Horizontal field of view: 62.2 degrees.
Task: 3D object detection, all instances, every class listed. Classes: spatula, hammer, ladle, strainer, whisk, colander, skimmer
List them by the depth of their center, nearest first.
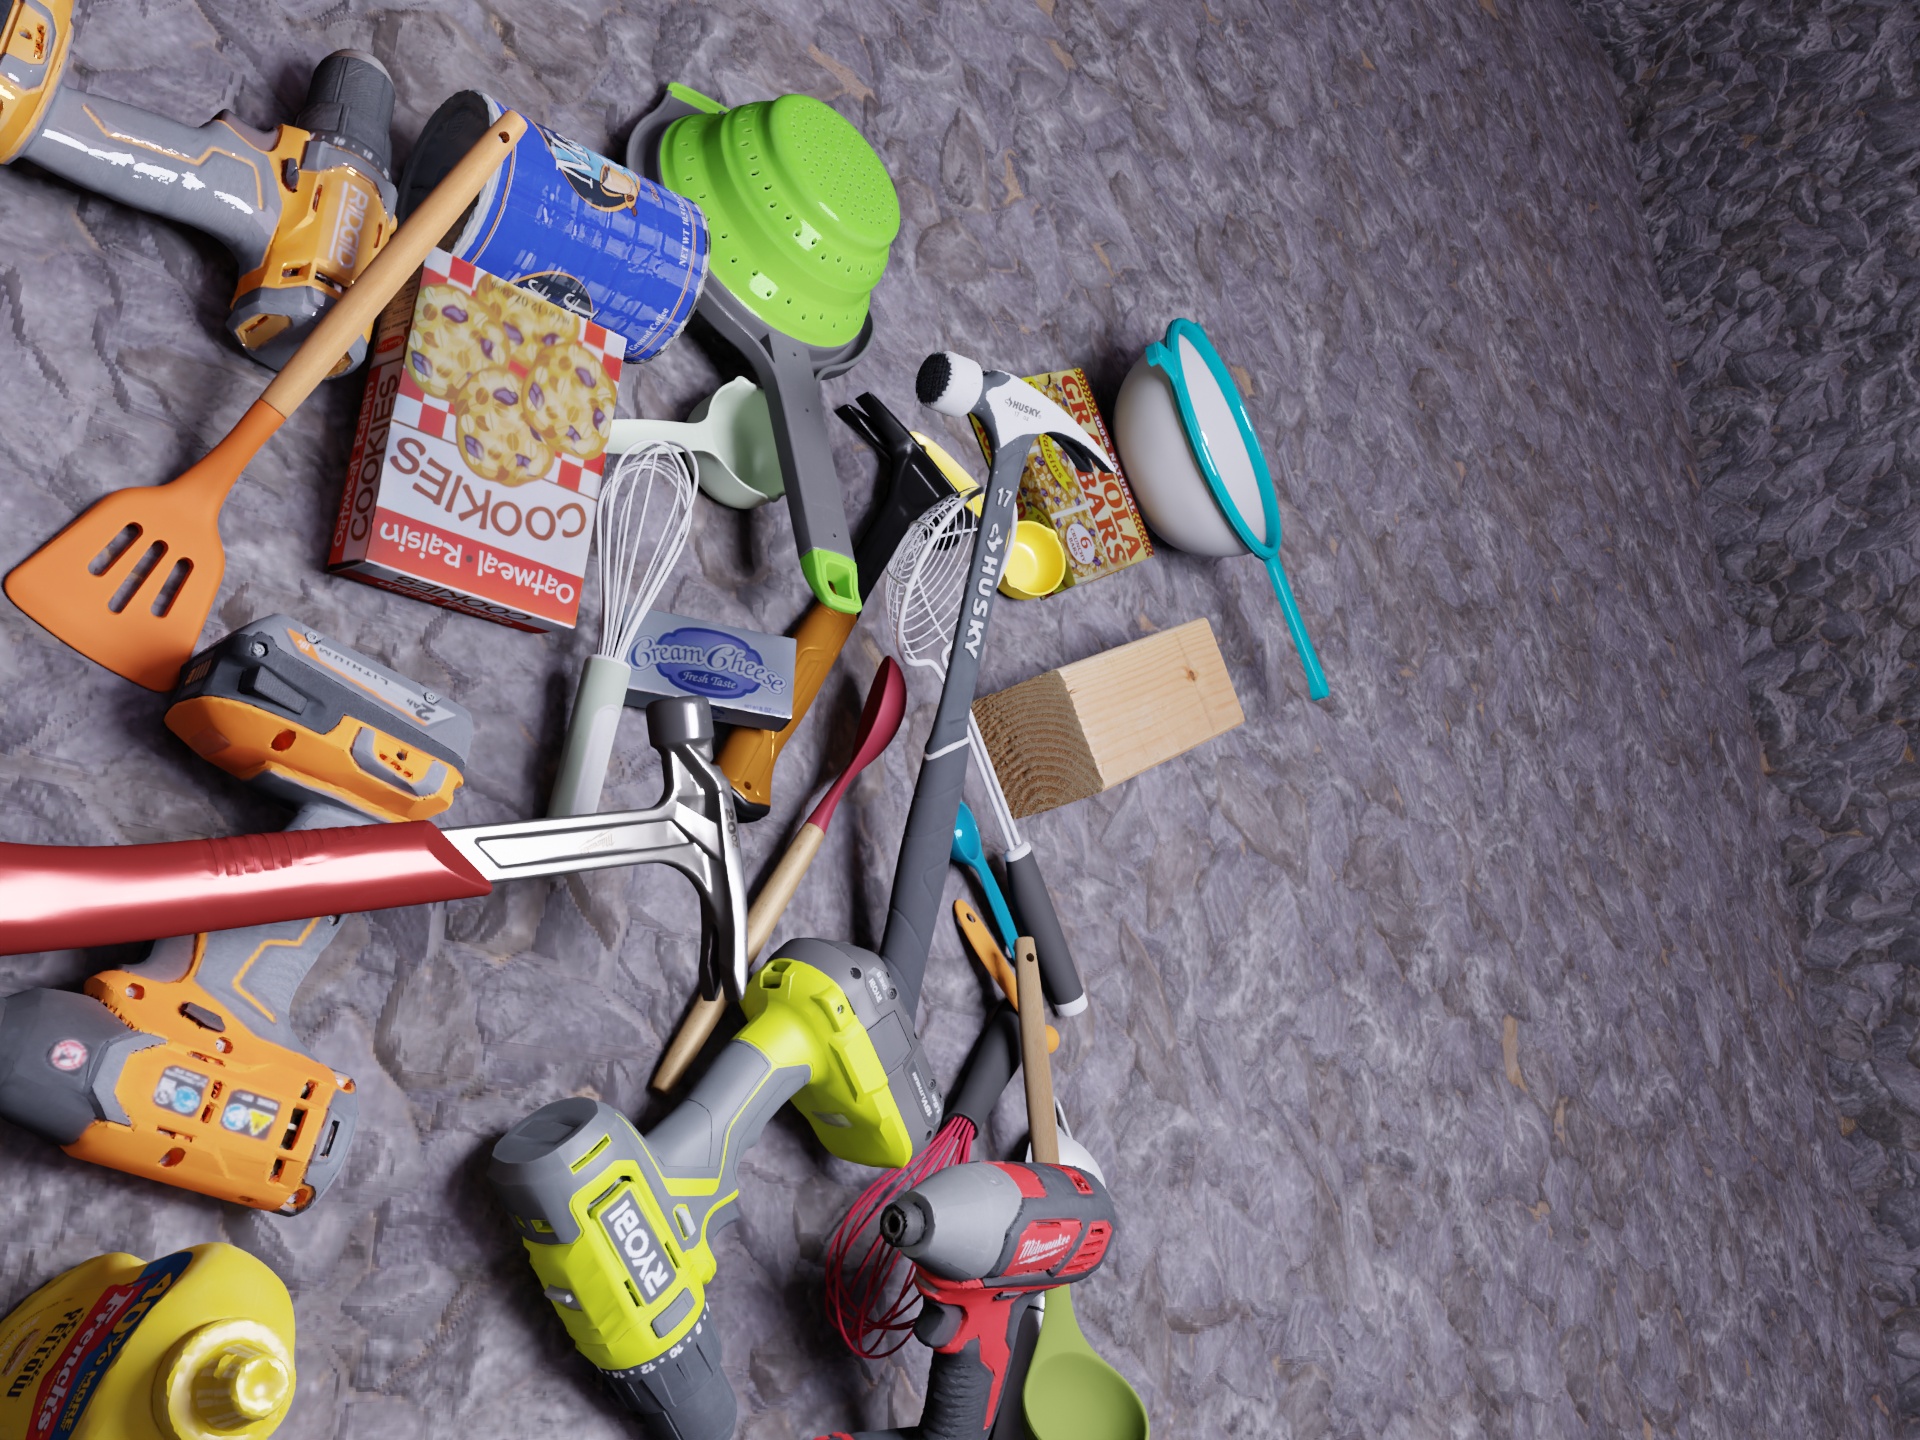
[{"bbox_3d":[-0.241,0.070,0.655,0.359,0.037,0.149,-4,85,-46],"label":"hammer"},{"bbox_3d":[-0.301,-0.162,0.736,0.081,0.041,0.323,41,77,-30],"label":"spatula"},{"bbox_3d":[-0.186,-0.038,0.851,0.057,0.059,0.246,33,64,-57],"label":"whisk"},{"bbox_3d":[-0.098,0.083,0.928,0.031,0.069,0.316,29,54,-2],"label":"ladle"},{"bbox_3d":[-0.006,0.258,0.954,0.073,0.073,0.296,57,35,-15],"label":"whisk"},{"bbox_3d":[-0.002,-0.003,0.960,0.149,0.036,0.409,12,90,-42],"label":"hammer"},{"bbox_3d":[0.060,0.287,0.962,0.078,0.062,0.320,5,69,-27],"label":"ladle"},{"bbox_3d":[0.052,0.357,0.990,0.086,0.050,0.259,51,44,-42],"label":"strainer"},{"bbox_3d":[-0.089,-0.257,0.991,0.204,0.094,0.397,13,55,-48],"label":"colander"},{"bbox_3d":[-0.087,-0.070,1.012,0.127,0.034,0.337,49,44,-25],"label":"hammer"},{"bbox_3d":[0.039,0.028,1.041,0.127,0.090,0.363,-33,107,-50],"label":"skimmer"},{"bbox_3d":[0.210,-0.162,1.337,0.340,0.095,0.211,66,24,-10],"label":"strainer"}]

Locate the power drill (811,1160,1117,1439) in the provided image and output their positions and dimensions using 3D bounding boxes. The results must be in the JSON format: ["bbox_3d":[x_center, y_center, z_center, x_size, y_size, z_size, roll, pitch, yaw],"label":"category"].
[{"bbox_3d":[-0.013,0.328,0.812,0.143,0.079,0.219,17,96,-44],"label":"power drill"}]

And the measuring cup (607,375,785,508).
[{"bbox_3d":[-0.167,-0.164,0.959,0.167,0.038,0.083,-10,82,-48],"label":"measuring cup"}]

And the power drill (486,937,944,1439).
[{"bbox_3d":[-0.112,0.237,0.815,0.228,0.080,0.190,-38,113,-43],"label":"power drill"}]

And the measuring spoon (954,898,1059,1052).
[{"bbox_3d":[0.031,0.165,1.039,0.117,0.011,0.021,57,31,12],"label":"measuring spoon"}]

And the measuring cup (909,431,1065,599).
[{"bbox_3d":[0.012,-0.151,1.170,0.156,0.029,0.062,44,62,-10],"label":"measuring cup"}]

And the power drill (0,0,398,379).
[{"bbox_3d":[-0.369,-0.289,0.749,0.226,0.084,0.185,28,55,-45],"label":"power drill"}]

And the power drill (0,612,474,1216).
[{"bbox_3d":[-0.310,0.074,0.665,0.164,0.084,0.227,33,56,-36],"label":"power drill"}]

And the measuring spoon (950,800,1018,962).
[{"bbox_3d":[0.012,0.114,1.066,0.042,0.021,0.128,-60,131,-63],"label":"measuring spoon"}]
